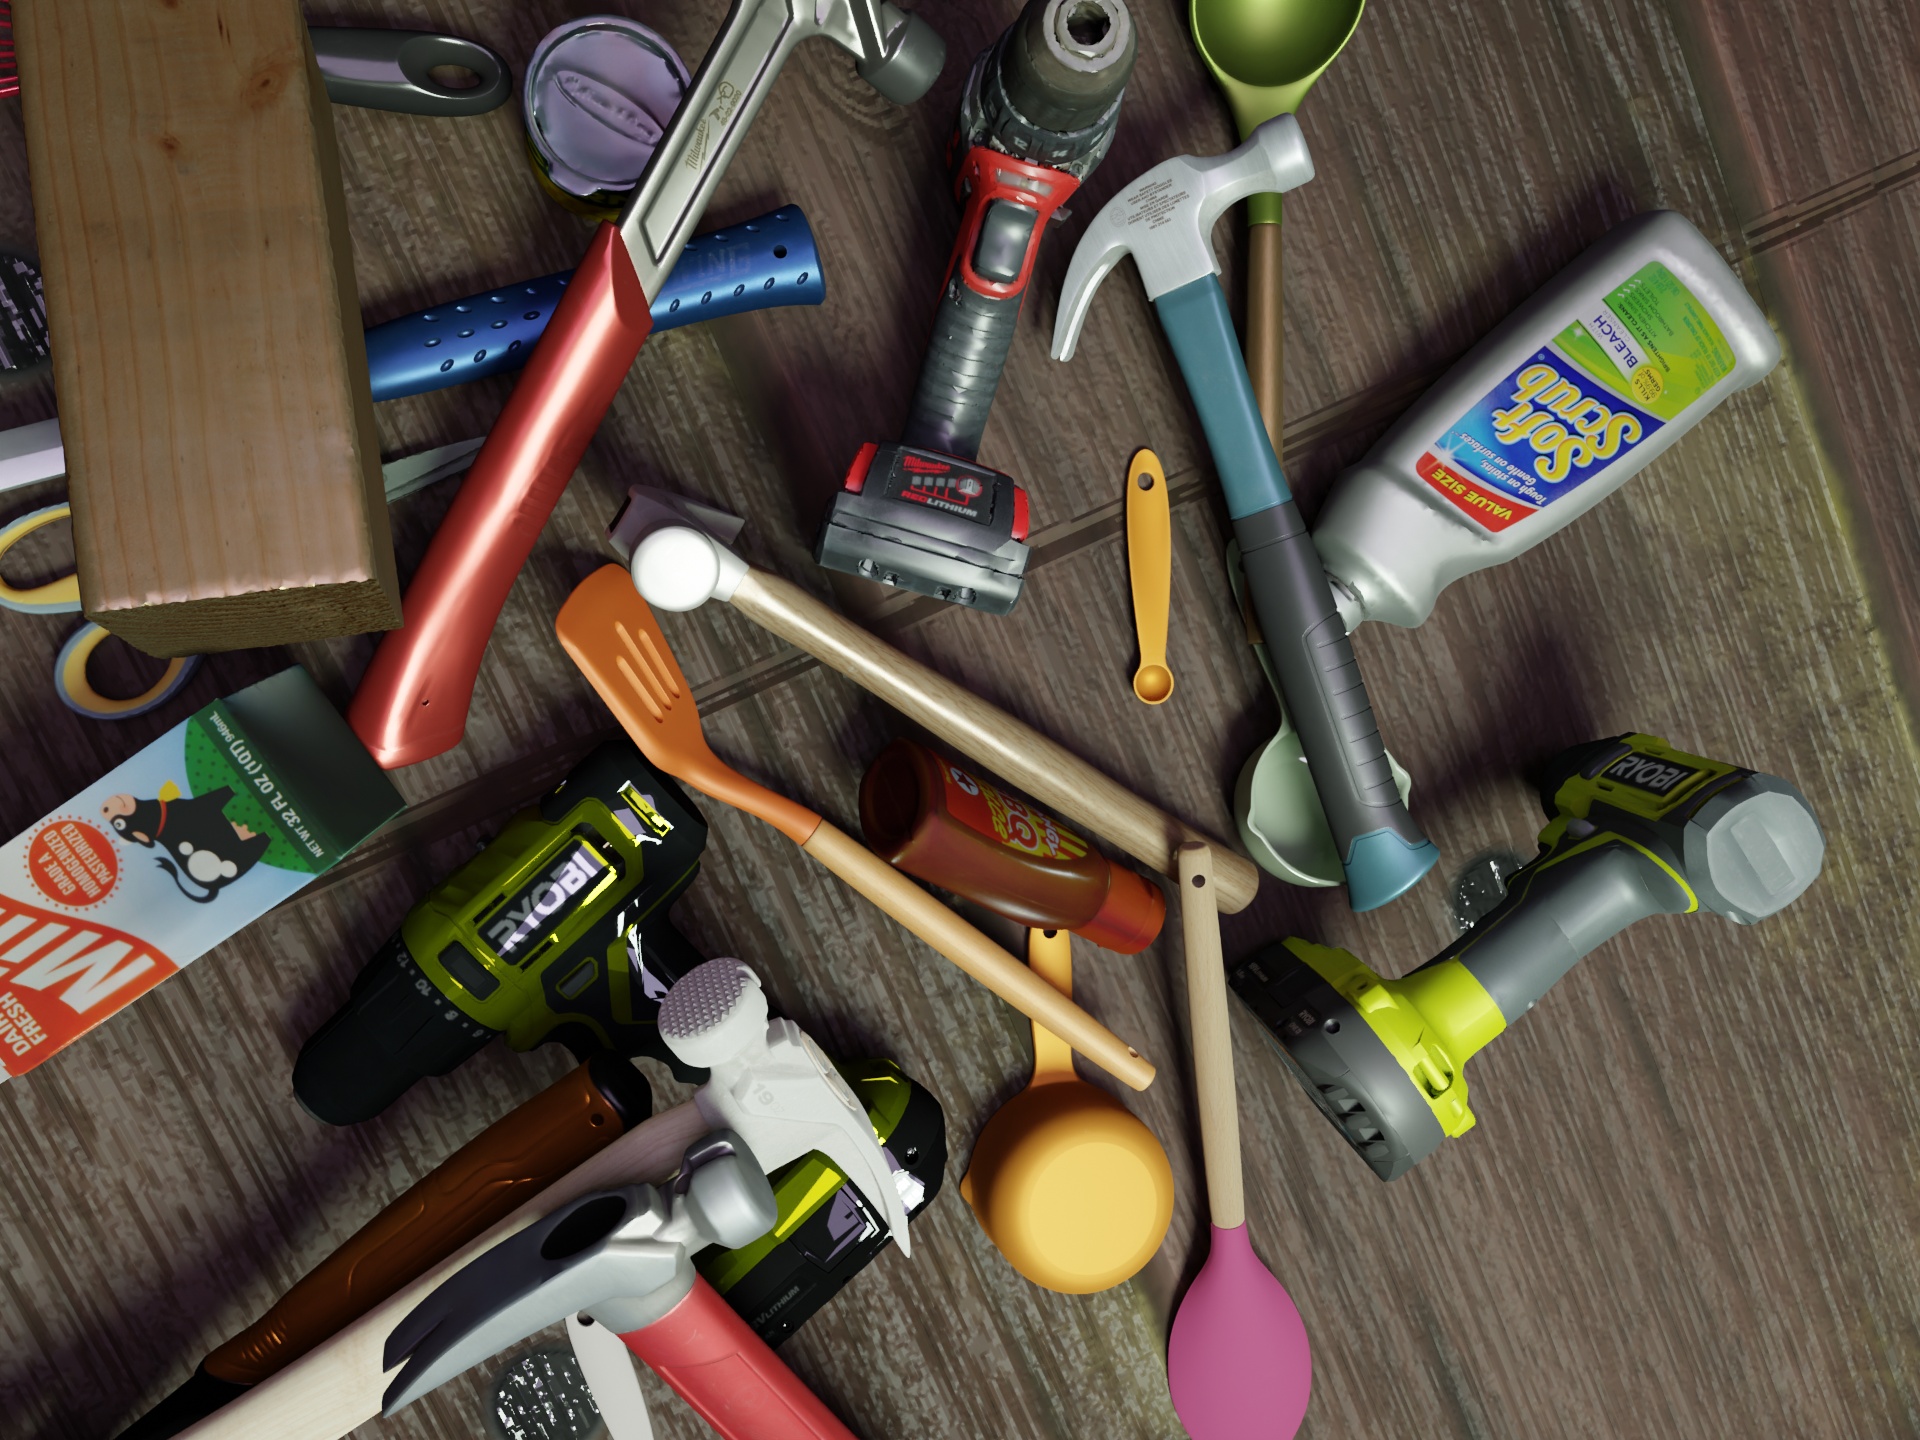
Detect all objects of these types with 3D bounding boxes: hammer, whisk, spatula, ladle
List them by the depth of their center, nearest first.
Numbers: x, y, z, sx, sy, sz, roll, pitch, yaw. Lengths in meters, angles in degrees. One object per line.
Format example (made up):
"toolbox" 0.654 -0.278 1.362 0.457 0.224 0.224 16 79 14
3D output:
"hammer" -0.216 0.243 0.578 0.410 0.038 0.146 -32 122 -1
"whisk" -0.320 -0.254 0.595 0.295 0.073 0.073 -2 94 -20
"hammer" -0.151 -0.141 0.602 0.149 0.037 0.359 24 102 -38
"hammer" -0.260 0.230 0.610 0.337 0.034 0.127 -37 101 5
"hammer" -0.251 -0.139 0.621 0.405 0.035 0.144 -19 87 -14
"hammer" -0.058 0.313 0.629 0.143 0.038 0.385 -30 124 0
"hammer" -0.001 -0.002 0.669 0.331 0.130 0.031 32 97 -25
"spatula" -0.038 0.055 0.670 0.322 0.081 0.041 38 113 -9
"hammer" 0.136 -0.078 0.686 0.128 0.033 0.331 -19 93 19
"ladle" 0.137 -0.194 0.701 0.078 0.062 0.320 0 92 -4

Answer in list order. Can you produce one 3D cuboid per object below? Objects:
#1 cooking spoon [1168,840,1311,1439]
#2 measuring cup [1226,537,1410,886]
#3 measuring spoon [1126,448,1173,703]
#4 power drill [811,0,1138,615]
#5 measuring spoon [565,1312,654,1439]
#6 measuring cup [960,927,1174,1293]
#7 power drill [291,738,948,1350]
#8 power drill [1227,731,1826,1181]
"cooking spoon" 0.119 0.205 0.723 0.069 0.017 0.318 -8 106 0
"measuring cup" 0.150 -0.003 0.740 0.083 0.038 0.168 -15 80 -14
"measuring spoon" 0.085 -0.066 0.730 0.021 0.011 0.117 -2 90 -14
"power drill" 0.010 -0.160 0.616 0.080 0.188 0.226 15 94 -8
"measuring spoon" -0.146 0.302 0.690 0.034 0.018 0.124 -20 97 -12
"measuring cup" 0.050 0.170 0.711 0.095 0.052 0.173 -4 95 -13
"power drill" -0.136 0.147 0.654 0.190 0.080 0.228 -43 100 -3
"power drill" 0.238 0.090 0.704 0.223 0.171 0.080 -36 100 -1
